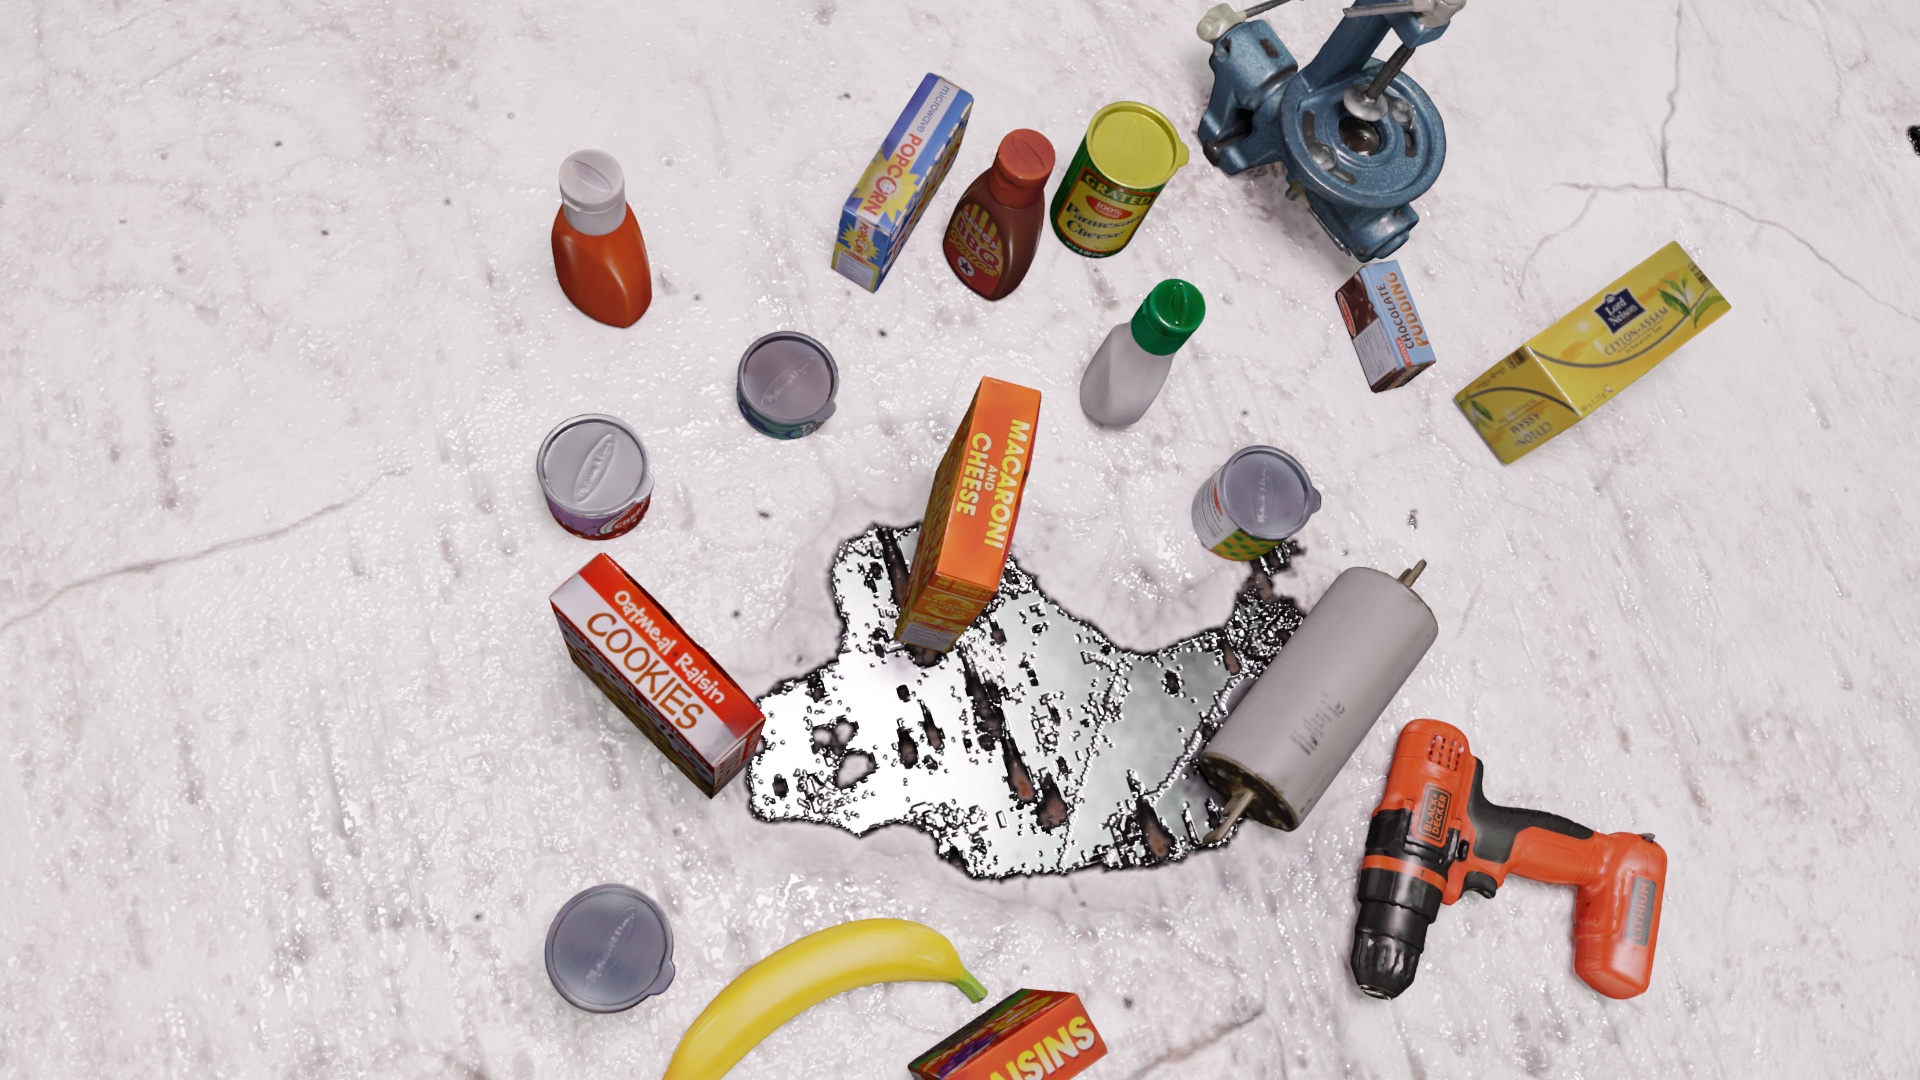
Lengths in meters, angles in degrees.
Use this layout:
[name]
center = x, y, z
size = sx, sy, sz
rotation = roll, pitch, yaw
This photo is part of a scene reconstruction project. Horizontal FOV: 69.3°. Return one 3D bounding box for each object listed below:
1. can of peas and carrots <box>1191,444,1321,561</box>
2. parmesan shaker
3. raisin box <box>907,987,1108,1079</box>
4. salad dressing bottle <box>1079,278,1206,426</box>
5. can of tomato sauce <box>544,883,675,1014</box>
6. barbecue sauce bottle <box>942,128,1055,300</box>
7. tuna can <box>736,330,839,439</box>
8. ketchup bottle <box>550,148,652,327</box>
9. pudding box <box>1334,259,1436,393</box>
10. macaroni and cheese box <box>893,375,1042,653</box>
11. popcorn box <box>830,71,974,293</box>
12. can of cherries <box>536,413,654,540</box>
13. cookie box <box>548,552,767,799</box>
[can of peas and carrots]
center = 0.199, -0.024, 0.941
size = 0.071, 0.058, 0.071
rotation = 3, 73, -10
[parmesan shaker]
center = 0.109, -0.248, 0.968
size = 0.071, 0.102, 0.071
rotation = 3, 73, -10
[raisin box]
center = 0.024, 0.289, 0.775
size = 0.086, 0.123, 0.040
rotation = -27, 81, -17
[salad dressing bottle]
center = 0.118, -0.122, 0.908
size = 0.044, 0.147, 0.064
rotation = 7, 72, -9
[can of tomato sauce]
center = -0.191, 0.227, 0.773
size = 0.071, 0.083, 0.071
rotation = 3, 73, -10
[barbecue sauce bottle]
center = 0.028, -0.217, 0.919
size = 0.044, 0.148, 0.065
rotation = -39, 84, -19
[tuna can]
center = -0.112, -0.100, 0.916
size = 0.071, 0.032, 0.071
rotation = 3, 73, -10
[ketchup bottle]
center = -0.224, -0.186, 0.859
size = 0.065, 0.148, 0.044
rotation = 34, 70, 0
[pudding box]
center = 0.307, -0.156, 1.008
size = 0.030, 0.049, 0.084
rotation = -14, 76, -15
[macaroni and cheese box]
center = 0.003, -0.011, 0.841
size = 0.040, 0.166, 0.124
rotation = 16, 71, -6
[popcorn box]
center = -0.040, -0.243, 0.947
size = 0.038, 0.085, 0.127
rotation = 29, 70, -2
[can of cherries]
center = -0.224, -0.036, 0.861
size = 0.071, 0.058, 0.071
rotation = 3, 73, -10
[cookie box]
center = -0.167, 0.081, 0.778
size = 0.123, 0.167, 0.040
rotation = 44, 71, 4
